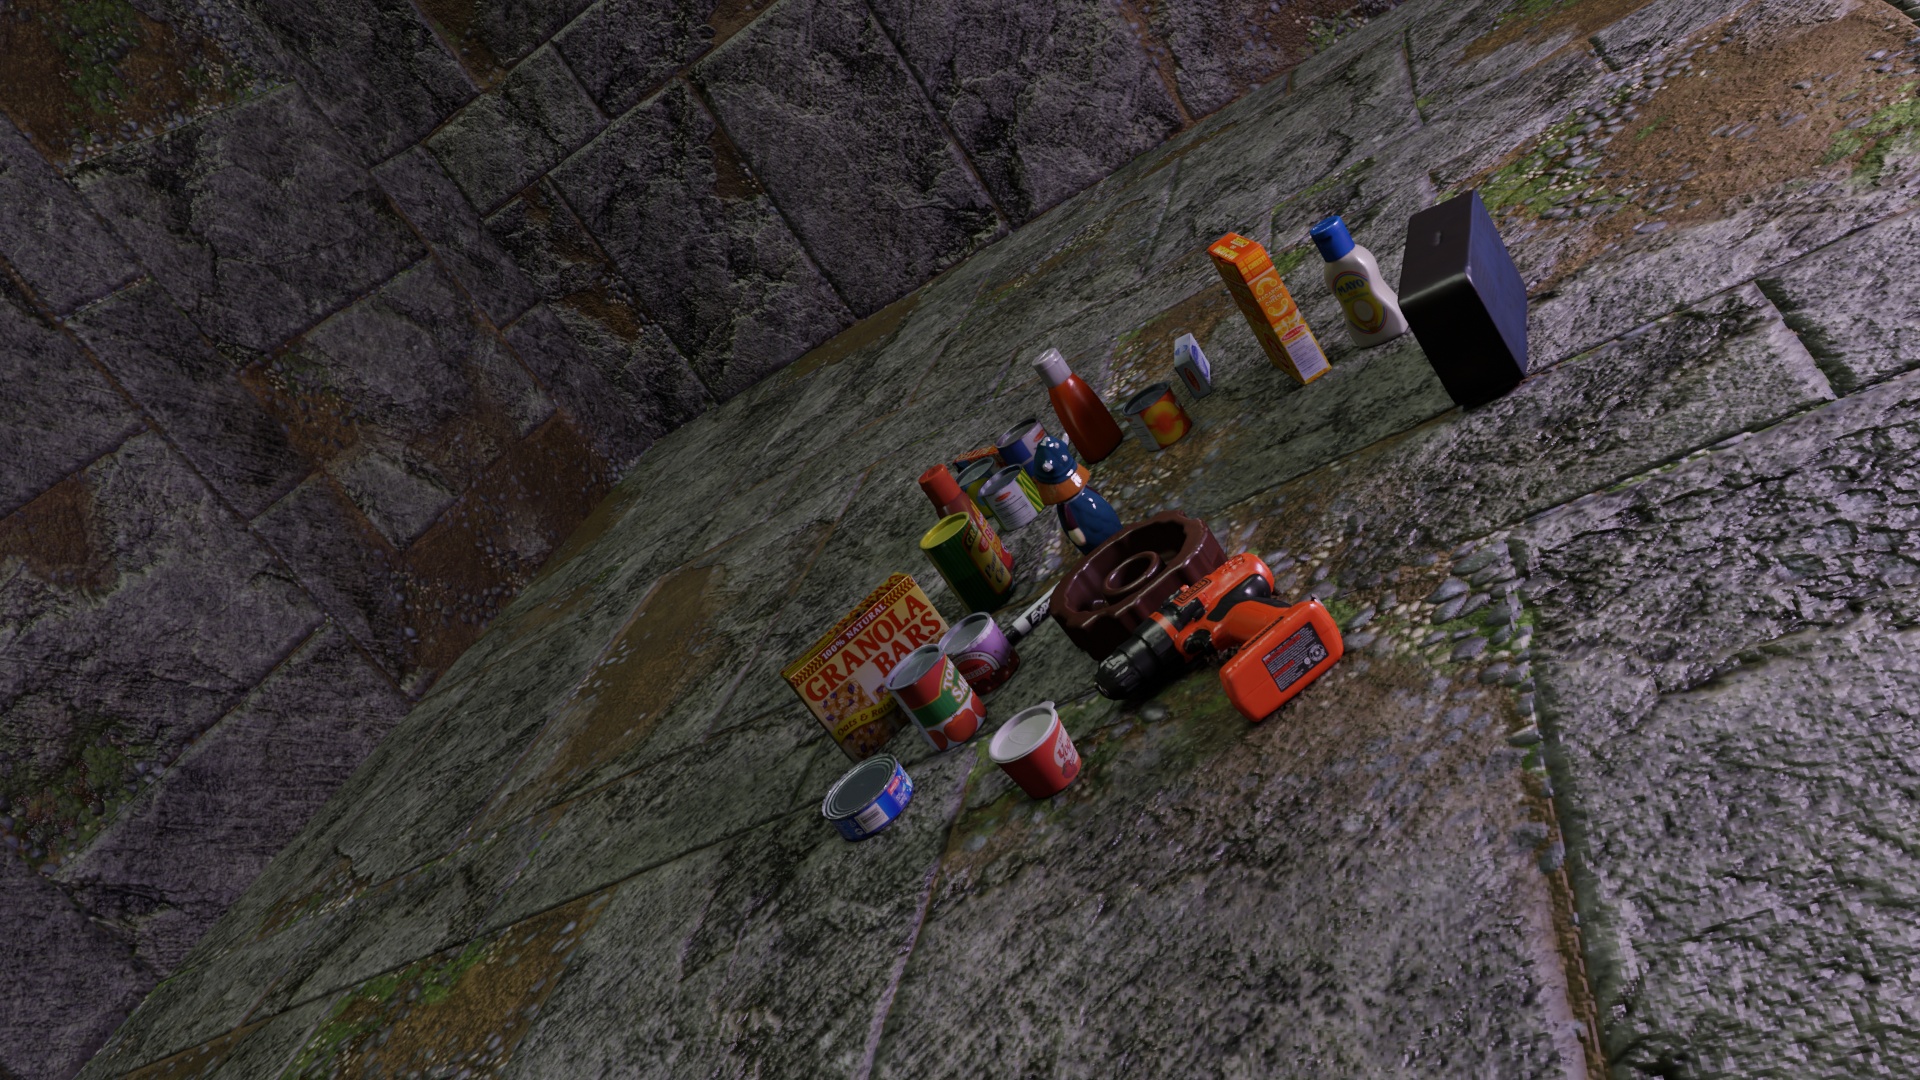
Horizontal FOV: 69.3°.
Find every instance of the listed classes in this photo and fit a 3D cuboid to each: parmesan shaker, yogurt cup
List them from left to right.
[{"bbox_3d":[0.010,0.027,1.570,0.071,0.103,0.071,-31,19,12],"label":"parmesan shaker"},{"bbox_3d":[0.066,0.181,1.177,0.072,0.054,0.073,-31,19,12],"label":"yogurt cup"}]

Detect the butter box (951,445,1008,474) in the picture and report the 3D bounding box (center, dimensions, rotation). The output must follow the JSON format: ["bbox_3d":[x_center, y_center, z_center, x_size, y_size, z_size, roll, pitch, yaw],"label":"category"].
[{"bbox_3d":[0.040,-0.100,1.903,0.103,0.053,0.024,-12,30,50],"label":"butter box"}]

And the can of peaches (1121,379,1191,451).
[{"bbox_3d":[0.239,-0.151,1.676,0.071,0.058,0.071,-31,19,12],"label":"can of peaches"}]

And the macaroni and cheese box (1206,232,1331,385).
[{"bbox_3d":[0.352,-0.267,1.596,0.040,0.166,0.124,-34,19,6],"label":"macaroni and cheese box"}]

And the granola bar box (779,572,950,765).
[{"bbox_3d":[-0.086,0.132,1.446,0.166,0.124,0.039,-41,19,-16],"label":"granola bar box"}]

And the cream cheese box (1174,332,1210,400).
[{"bbox_3d":[0.294,-0.221,1.760,0.024,0.053,0.104,-28,20,21],"label":"cream cheese box"}]

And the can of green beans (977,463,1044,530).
[{"bbox_3d":[0.065,-0.054,1.741,0.071,0.057,0.071,-31,19,12],"label":"can of green beans"}]

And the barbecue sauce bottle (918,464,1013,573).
[{"bbox_3d":[0.006,-0.020,1.619,0.043,0.148,0.065,-31,19,12],"label":"barbecue sauce bottle"}]

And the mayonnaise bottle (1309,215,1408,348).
[{"bbox_3d":[0.434,-0.285,1.528,0.064,0.147,0.041,-18,25,41],"label":"mayonnaise bottle"}]

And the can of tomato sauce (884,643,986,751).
[{"bbox_3d":[-0.022,0.152,1.352,0.071,0.083,0.071,-31,19,12],"label":"can of tomato sauce"}]

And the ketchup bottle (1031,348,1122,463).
[{"bbox_3d":[0.145,-0.173,1.749,0.043,0.148,0.065,-11,30,51],"label":"ketchup bottle"}]

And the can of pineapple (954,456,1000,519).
[{"bbox_3d":[0.030,-0.068,1.833,0.071,0.057,0.071,-31,19,12],"label":"can of pineapple"}]

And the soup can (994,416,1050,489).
[{"bbox_3d":[0.092,-0.106,1.779,0.071,0.083,0.071,-31,19,12],"label":"soup can"}]

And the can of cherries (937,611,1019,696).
[{"bbox_3d":[0.017,0.117,1.409,0.071,0.058,0.072,-31,19,12],"label":"can of cherries"}]
